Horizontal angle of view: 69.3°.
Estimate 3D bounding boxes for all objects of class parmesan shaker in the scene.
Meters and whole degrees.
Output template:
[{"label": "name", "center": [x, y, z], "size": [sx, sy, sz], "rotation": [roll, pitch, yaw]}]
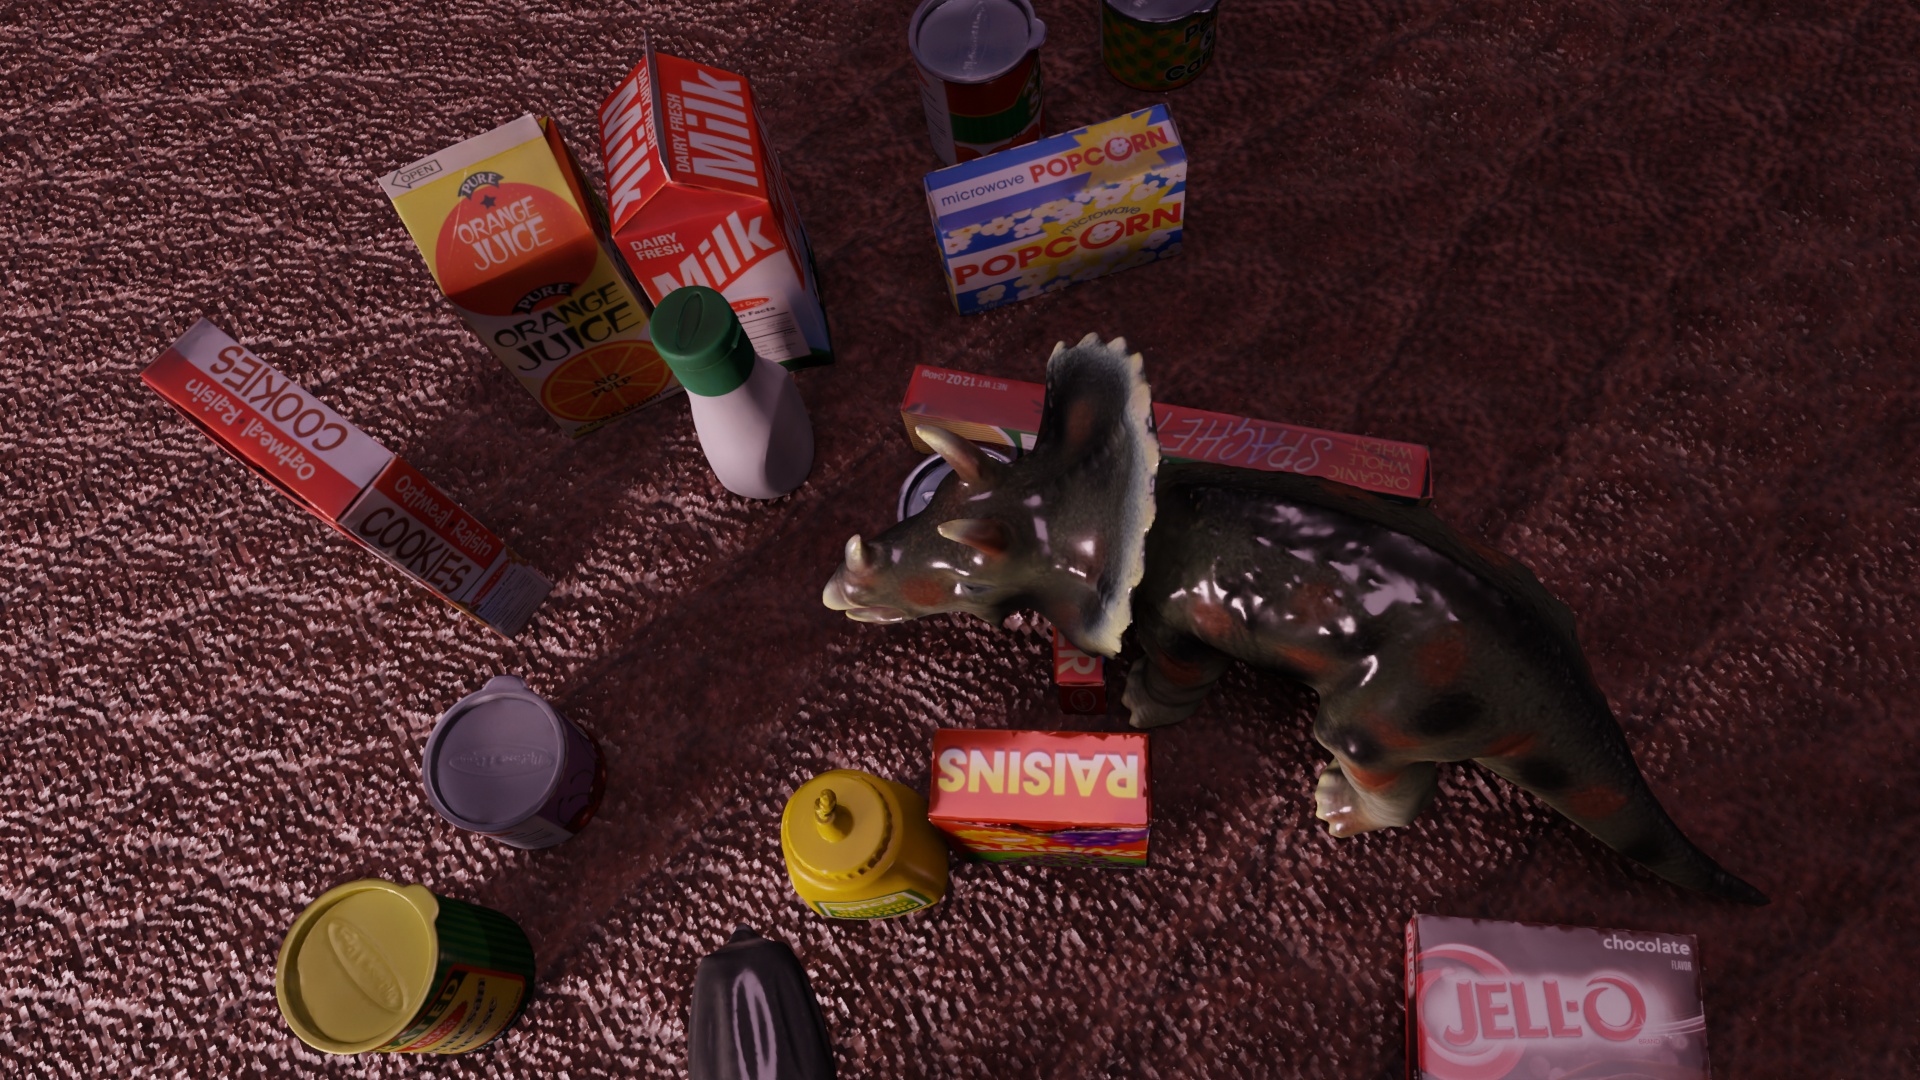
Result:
[{"label": "parmesan shaker", "center": [-0.230, 0.183, 0.593], "size": [0.071, 0.102, 0.071], "rotation": [-2, 69, 6]}]

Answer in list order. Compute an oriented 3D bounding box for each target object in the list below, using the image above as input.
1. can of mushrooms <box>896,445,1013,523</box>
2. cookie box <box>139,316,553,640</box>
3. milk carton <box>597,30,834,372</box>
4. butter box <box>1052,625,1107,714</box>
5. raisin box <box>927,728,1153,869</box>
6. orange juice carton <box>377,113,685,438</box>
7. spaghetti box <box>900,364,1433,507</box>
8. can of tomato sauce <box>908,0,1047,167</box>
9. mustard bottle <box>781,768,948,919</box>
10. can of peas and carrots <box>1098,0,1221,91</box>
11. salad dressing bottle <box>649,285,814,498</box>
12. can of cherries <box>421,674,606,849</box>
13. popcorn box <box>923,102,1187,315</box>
[{"label": "can of mushrooms", "center": [0.002, -0.009, 0.679], "size": [0.071, 0.033, 0.071], "rotation": [-2, 69, 6]}, {"label": "cookie box", "center": [-0.276, -0.022, 0.644], "size": [0.123, 0.167, 0.040], "rotation": [32, 76, 17]}, {"label": "milk carton", "center": [-0.118, -0.152, 0.664], "size": [0.073, 0.190, 0.072], "rotation": [-13, 68, 2]}, {"label": "butter box", "center": [0.056, 0.025, 0.649], "size": [0.024, 0.053, 0.104], "rotation": [-2, 69, 6]}, {"label": "raisin box", "center": [0.037, 0.110, 0.580], "size": [0.086, 0.123, 0.040], "rotation": [1, 69, 7]}, {"label": "orange juice carton", "center": [-0.199, -0.130, 0.664], "size": [0.072, 0.192, 0.073], "rotation": [-24, 68, -3]}, {"label": "spaghetti box", "center": [0.097, -0.044, 0.672], "size": [0.250, 0.050, 0.029], "rotation": [10, 71, 10]}, {"label": "can of tomato sauce", "center": [0.013, -0.245, 0.743], "size": [0.071, 0.083, 0.071], "rotation": [-2, 69, 6]}, {"label": "mustard bottle", "center": [-0.043, 0.123, 0.564], "size": [0.065, 0.159, 0.049], "rotation": [-9, 69, 3]}, {"label": "can of peas and carrots", "center": [0.111, -0.290, 0.762], "size": [0.071, 0.058, 0.071], "rotation": [-2, 69, 6]}, {"label": "salad dressing bottle", "center": [-0.105, -0.068, 0.653], "size": [0.044, 0.147, 0.064], "rotation": [7, 70, 10]}, {"label": "can of cherries", "center": [-0.204, 0.104, 0.645], "size": [0.071, 0.058, 0.072], "rotation": [-2, 69, 6]}, {"label": "popcorn box", "center": [0.049, -0.166, 0.707], "size": [0.127, 0.085, 0.038], "rotation": [-17, 68, 0]}]
